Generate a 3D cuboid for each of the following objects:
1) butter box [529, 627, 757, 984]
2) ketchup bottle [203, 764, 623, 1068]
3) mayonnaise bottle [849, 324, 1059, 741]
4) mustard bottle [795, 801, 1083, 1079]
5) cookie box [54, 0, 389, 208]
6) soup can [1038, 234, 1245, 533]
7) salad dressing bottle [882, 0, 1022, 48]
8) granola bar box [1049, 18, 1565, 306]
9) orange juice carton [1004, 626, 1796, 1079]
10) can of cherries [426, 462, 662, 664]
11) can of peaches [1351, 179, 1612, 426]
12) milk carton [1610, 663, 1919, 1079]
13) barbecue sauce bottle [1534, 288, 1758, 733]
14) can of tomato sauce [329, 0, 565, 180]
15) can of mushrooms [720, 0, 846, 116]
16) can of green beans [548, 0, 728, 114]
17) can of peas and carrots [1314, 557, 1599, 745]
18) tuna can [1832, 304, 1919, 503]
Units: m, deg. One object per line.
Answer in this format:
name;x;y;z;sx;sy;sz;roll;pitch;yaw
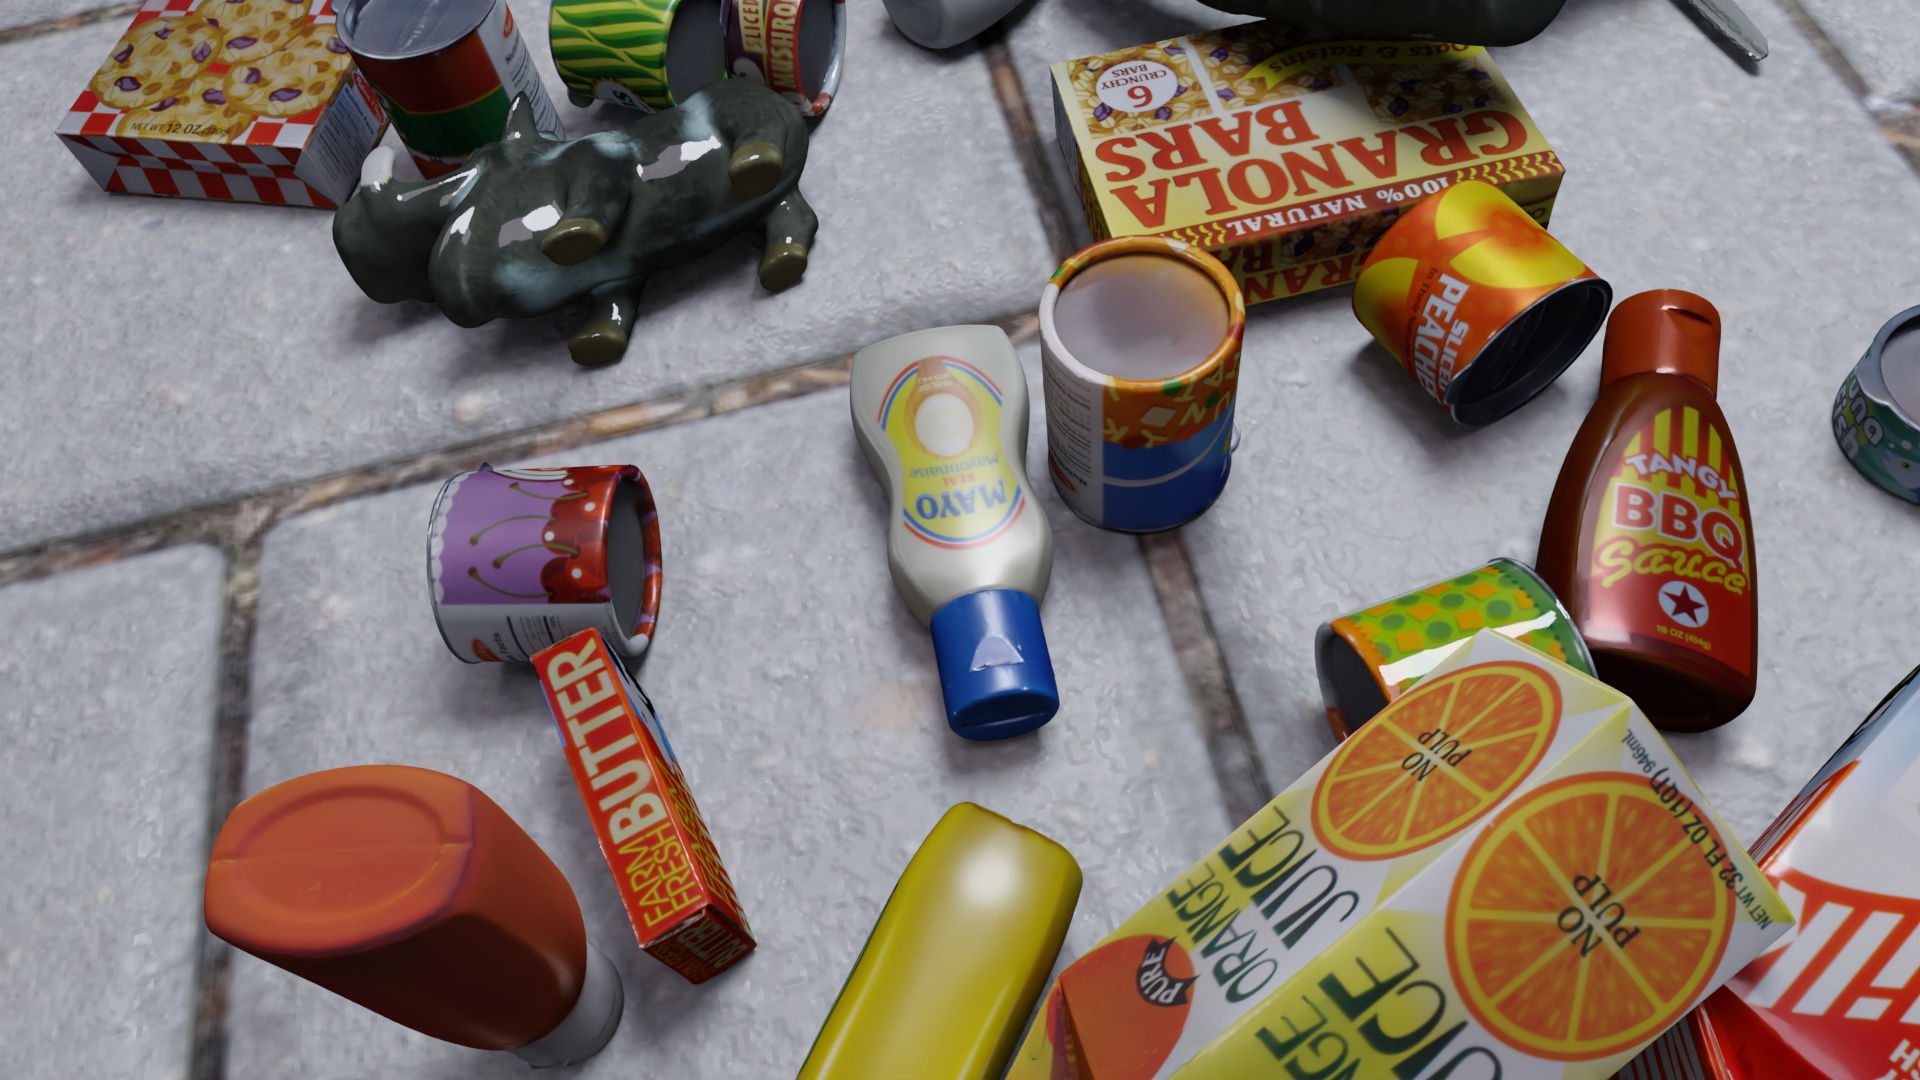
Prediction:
butter box;-0.097;0.081;0.427;0.024;0.053;0.104;-27;60;-7
ketchup bottle;-0.127;0.105;0.360;0.065;0.148;0.044;-4;59;3
mayonnaise bottle;0.002;-0.006;0.475;0.065;0.041;0.149;-11;58;-2
mustard bottle;-0.020;0.150;0.371;0.049;0.065;0.161;24;68;15
cookie box;-0.320;-0.234;0.650;0.123;0.040;0.168;6;60;10
soup can;0.063;-0.053;0.472;0.071;0.083;0.071;-3;59;5
salad dressing bottle;0.026;-0.286;0.642;0.064;0.043;0.148;31;65;30
granola bar box;0.129;-0.153;0.548;0.166;0.039;0.125;-12;54;-1
orange juice carton;0.093;0.115;0.345;0.192;0.073;0.071;-40;101;1
can of cherries;-0.137;0.005;0.469;0.058;0.071;0.072;-3;59;5
can of peaches;0.179;-0.083;0.486;0.071;0.071;0.058;-28;59;-10
milk carton;0.239;0.107;0.362;0.191;0.072;0.073;-38;62;-17
barbecue sauce bottle;0.225;-0.015;0.453;0.065;0.043;0.149;19;62;0
can of tomato sauce;-0.215;-0.194;0.589;0.071;0.082;0.071;-3;59;5
can of mushrooms;-0.075;-0.218;0.596;0.033;0.070;0.071;11;61;11
can of green beans;-0.136;-0.221;0.607;0.058;0.071;0.071;20;63;17
can of peas and carrots;0.147;0.047;0.411;0.059;0.070;0.071;-19;59;-4
tuna can;0.332;-0.045;0.466;0.071;0.032;0.071;-3;59;5
